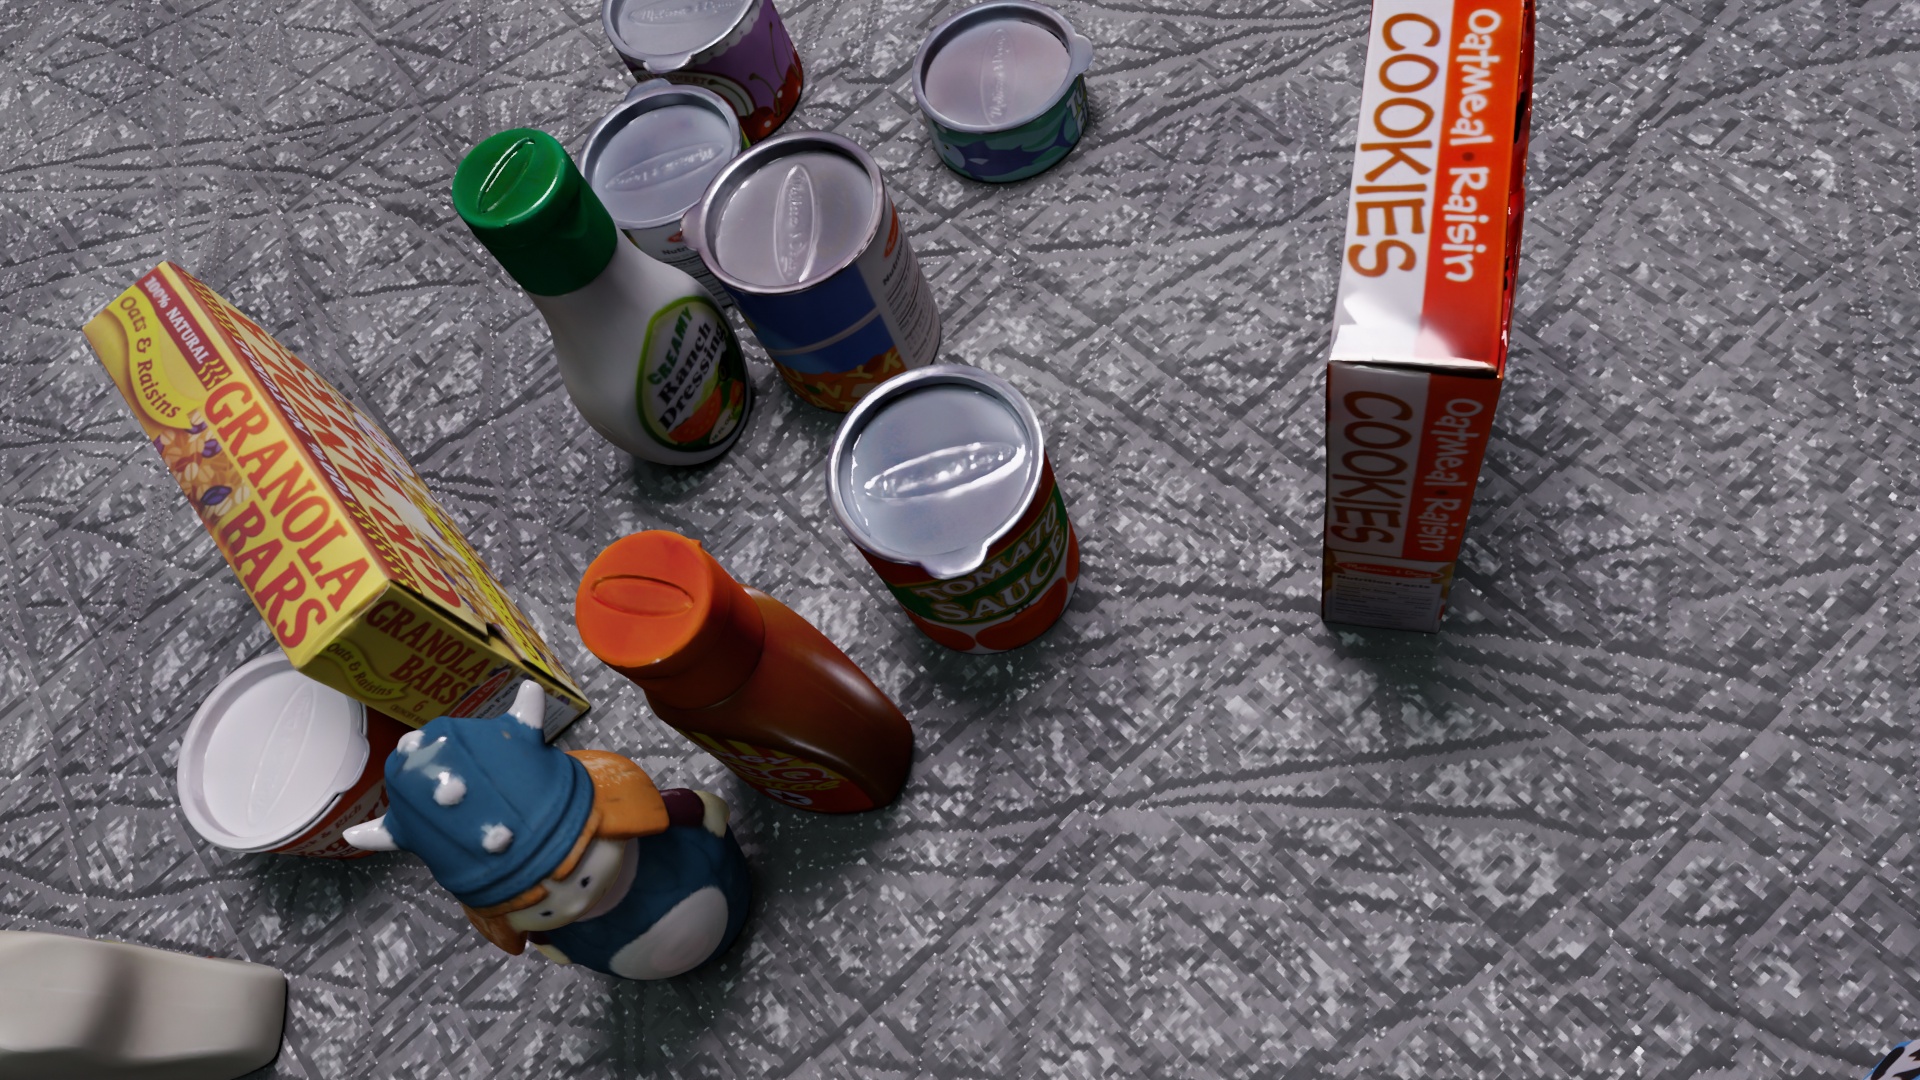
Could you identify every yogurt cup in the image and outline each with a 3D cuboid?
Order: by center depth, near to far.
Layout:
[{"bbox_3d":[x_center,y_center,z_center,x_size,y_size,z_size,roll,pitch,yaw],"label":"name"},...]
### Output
[{"bbox_3d":[-0.220,0.077,0.476,0.072,0.053,0.072,-5,65,11],"label":"yogurt cup"}]

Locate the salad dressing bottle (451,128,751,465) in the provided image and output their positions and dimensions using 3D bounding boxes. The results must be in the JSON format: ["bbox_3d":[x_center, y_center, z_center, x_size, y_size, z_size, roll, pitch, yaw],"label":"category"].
[{"bbox_3d":[-0.117,-0.077,0.469,0.044,0.147,0.064,21,73,21],"label":"salad dressing bottle"}]

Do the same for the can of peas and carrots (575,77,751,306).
[{"bbox_3d":[-0.107,-0.134,0.542,0.071,0.058,0.071,-5,65,11],"label":"can of peas and carrots"}]

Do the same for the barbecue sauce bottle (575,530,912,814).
[{"bbox_3d":[-0.061,0.042,0.401,0.065,0.148,0.044,9,69,17],"label":"barbecue sauce bottle"}]

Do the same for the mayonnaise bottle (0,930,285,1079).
[{"bbox_3d":[-0.271,0.137,0.408,0.065,0.147,0.041,-9,65,10],"label":"mayonnaise bottle"}]

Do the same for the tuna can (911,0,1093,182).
[{"bbox_3d":[0.019,-0.177,0.546,0.071,0.032,0.071,-5,65,11],"label":"tuna can"}]

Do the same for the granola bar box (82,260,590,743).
[{"bbox_3d":[-0.208,-0.006,0.471,0.039,0.124,0.166,-42,64,-7],"label":"granola bar box"}]

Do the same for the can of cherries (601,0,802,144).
[{"bbox_3d":[-0.105,-0.202,0.572,0.071,0.058,0.072,-5,65,11],"label":"can of cherries"}]

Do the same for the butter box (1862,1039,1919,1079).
[{"bbox_3d":[0.212,0.163,0.335,0.103,0.053,0.024,-40,64,-6],"label":"butter box"}]

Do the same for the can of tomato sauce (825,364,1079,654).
[{"bbox_3d":[0.002,-0.006,0.444,0.071,0.083,0.071,-5,65,11],"label":"can of tomato sauce"}]

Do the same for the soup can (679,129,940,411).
[{"bbox_3d":[-0.051,-0.093,0.496,0.071,0.083,0.071,-5,65,11],"label":"soup can"}]

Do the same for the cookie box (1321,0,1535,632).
[{"bbox_3d":[0.128,-0.060,0.392,0.040,0.167,0.123,6,68,16],"label":"cookie box"}]
